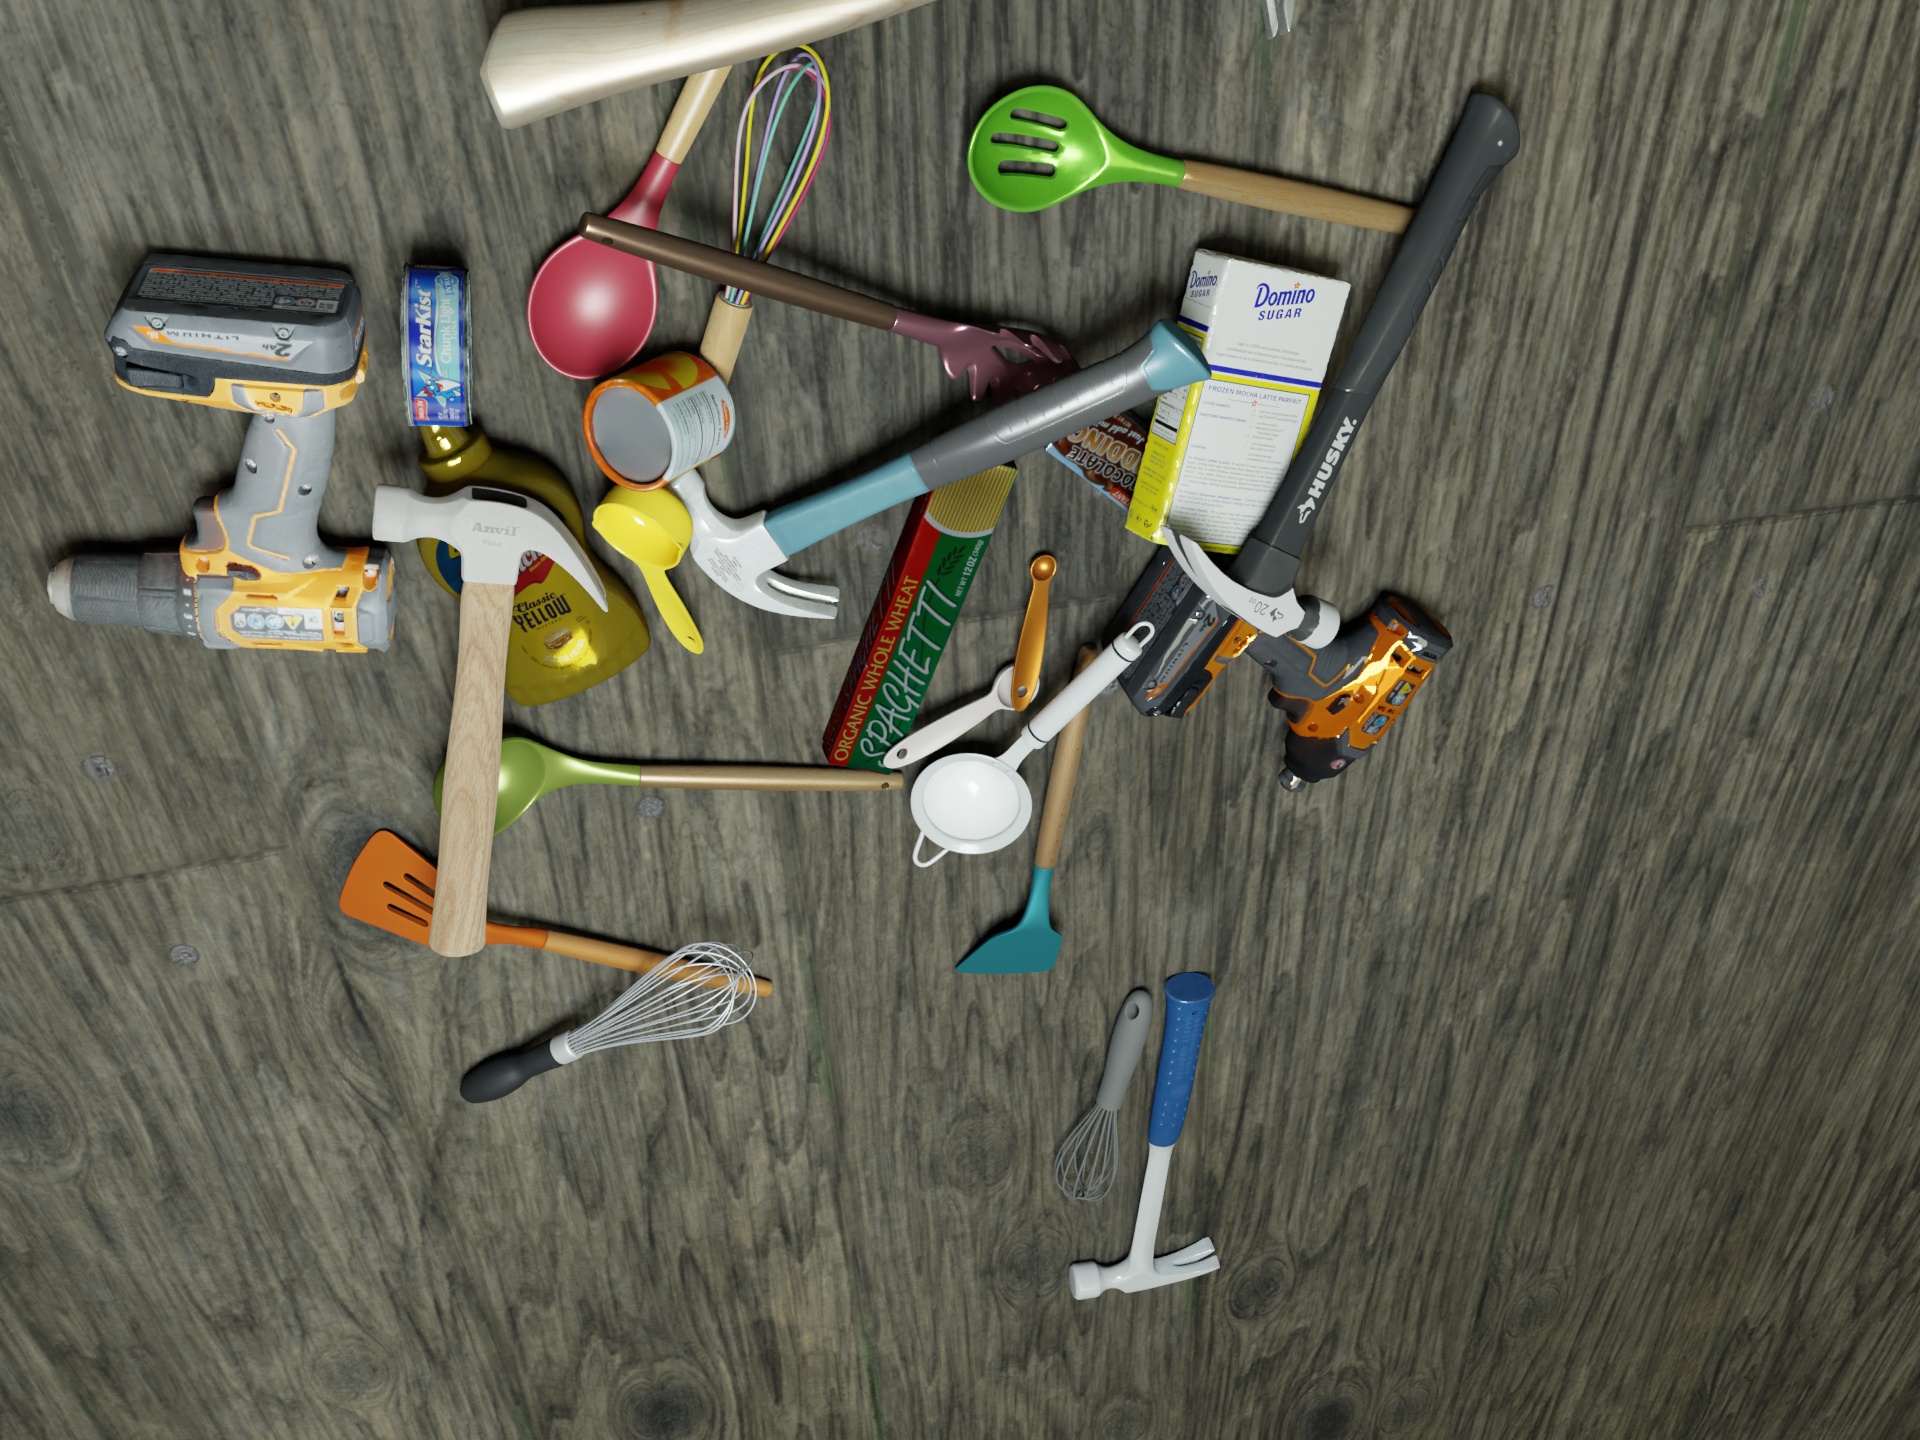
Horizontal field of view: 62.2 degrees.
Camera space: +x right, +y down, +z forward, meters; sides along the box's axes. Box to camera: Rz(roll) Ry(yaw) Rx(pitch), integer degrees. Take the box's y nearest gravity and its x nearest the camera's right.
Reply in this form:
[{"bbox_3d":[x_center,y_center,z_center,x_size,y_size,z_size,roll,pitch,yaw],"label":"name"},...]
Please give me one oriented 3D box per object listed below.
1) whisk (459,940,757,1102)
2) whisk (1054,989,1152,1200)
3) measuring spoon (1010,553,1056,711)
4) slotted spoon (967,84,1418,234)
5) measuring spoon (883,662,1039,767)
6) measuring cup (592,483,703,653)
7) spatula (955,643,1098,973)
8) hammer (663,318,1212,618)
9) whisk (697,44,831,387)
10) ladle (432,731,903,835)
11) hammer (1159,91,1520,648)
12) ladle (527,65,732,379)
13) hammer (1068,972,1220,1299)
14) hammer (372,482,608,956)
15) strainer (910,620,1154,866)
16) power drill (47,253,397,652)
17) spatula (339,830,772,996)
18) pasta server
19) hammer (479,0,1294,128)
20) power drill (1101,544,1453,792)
[{"bbox_3d":[-0.267,0.231,1.175,0.284,0.070,0.070,-26,129,22],"label":"whisk"},{"bbox_3d":[0.127,0.327,1.377,0.055,0.055,0.238,4,119,-17],"label":"whisk"},{"bbox_3d":[0.047,-0.060,1.082,0.021,0.011,0.116,-5,119,-26],"label":"measuring spoon"},{"bbox_3d":[0.149,-0.311,0.925,0.313,0.031,0.070,4,124,-19],"label":"slotted spoon"},{"bbox_3d":[-0.002,-0.004,1.101,0.124,0.018,0.034,-30,124,-8],"label":"measuring spoon"},{"bbox_3d":[-0.180,-0.093,0.985,0.062,0.029,0.156,16,153,17],"label":"measuring cup"},{"bbox_3d":[0.063,0.080,1.192,0.082,0.044,0.317,2,120,-15],"label":"spatula"},{"bbox_3d":[-0.012,-0.155,0.948,0.331,0.033,0.128,-21,125,17],"label":"hammer"},{"bbox_3d":[-0.122,-0.258,0.891,0.047,0.051,0.244,23,123,-4],"label":"whisk"},{"bbox_3d":[-0.190,0.045,1.081,0.320,0.062,0.078,2,125,-19],"label":"ladle"},{"bbox_3d":[0.240,-0.212,0.956,0.146,0.035,0.334,18,103,-35],"label":"hammer"},{"bbox_3d":[-0.144,-0.322,0.841,0.069,0.031,0.315,22,116,-27],"label":"ladle"},{"bbox_3d":[0.187,0.384,1.437,0.144,0.035,0.405,-4,126,-11],"label":"hammer"},{"bbox_3d":[-0.292,0.012,0.965,0.130,0.031,0.331,3,123,-19],"label":"hammer"},{"bbox_3d":[0.048,0.014,1.103,0.086,0.050,0.258,34,124,-16],"label":"strainer"},{"bbox_3d":[-0.413,-0.135,0.879,0.185,0.084,0.226,2,129,-14],"label":"power drill"},{"bbox_3d":[-0.282,0.158,1.161,0.322,0.041,0.081,19,119,-30],"label":"spatula"},{"bbox_3d":[-0.061,-0.226,0.889,0.316,0.040,0.060,8,149,-34],"label":"pasta server"},{"bbox_3d":[-0.033,-0.362,0.794,0.410,0.038,0.146,-19,107,-3],"label":"hammer"},{"bbox_3d":[0.215,-0.031,1.114,0.226,0.084,0.164,16,121,-29],"label":"power drill"}]
